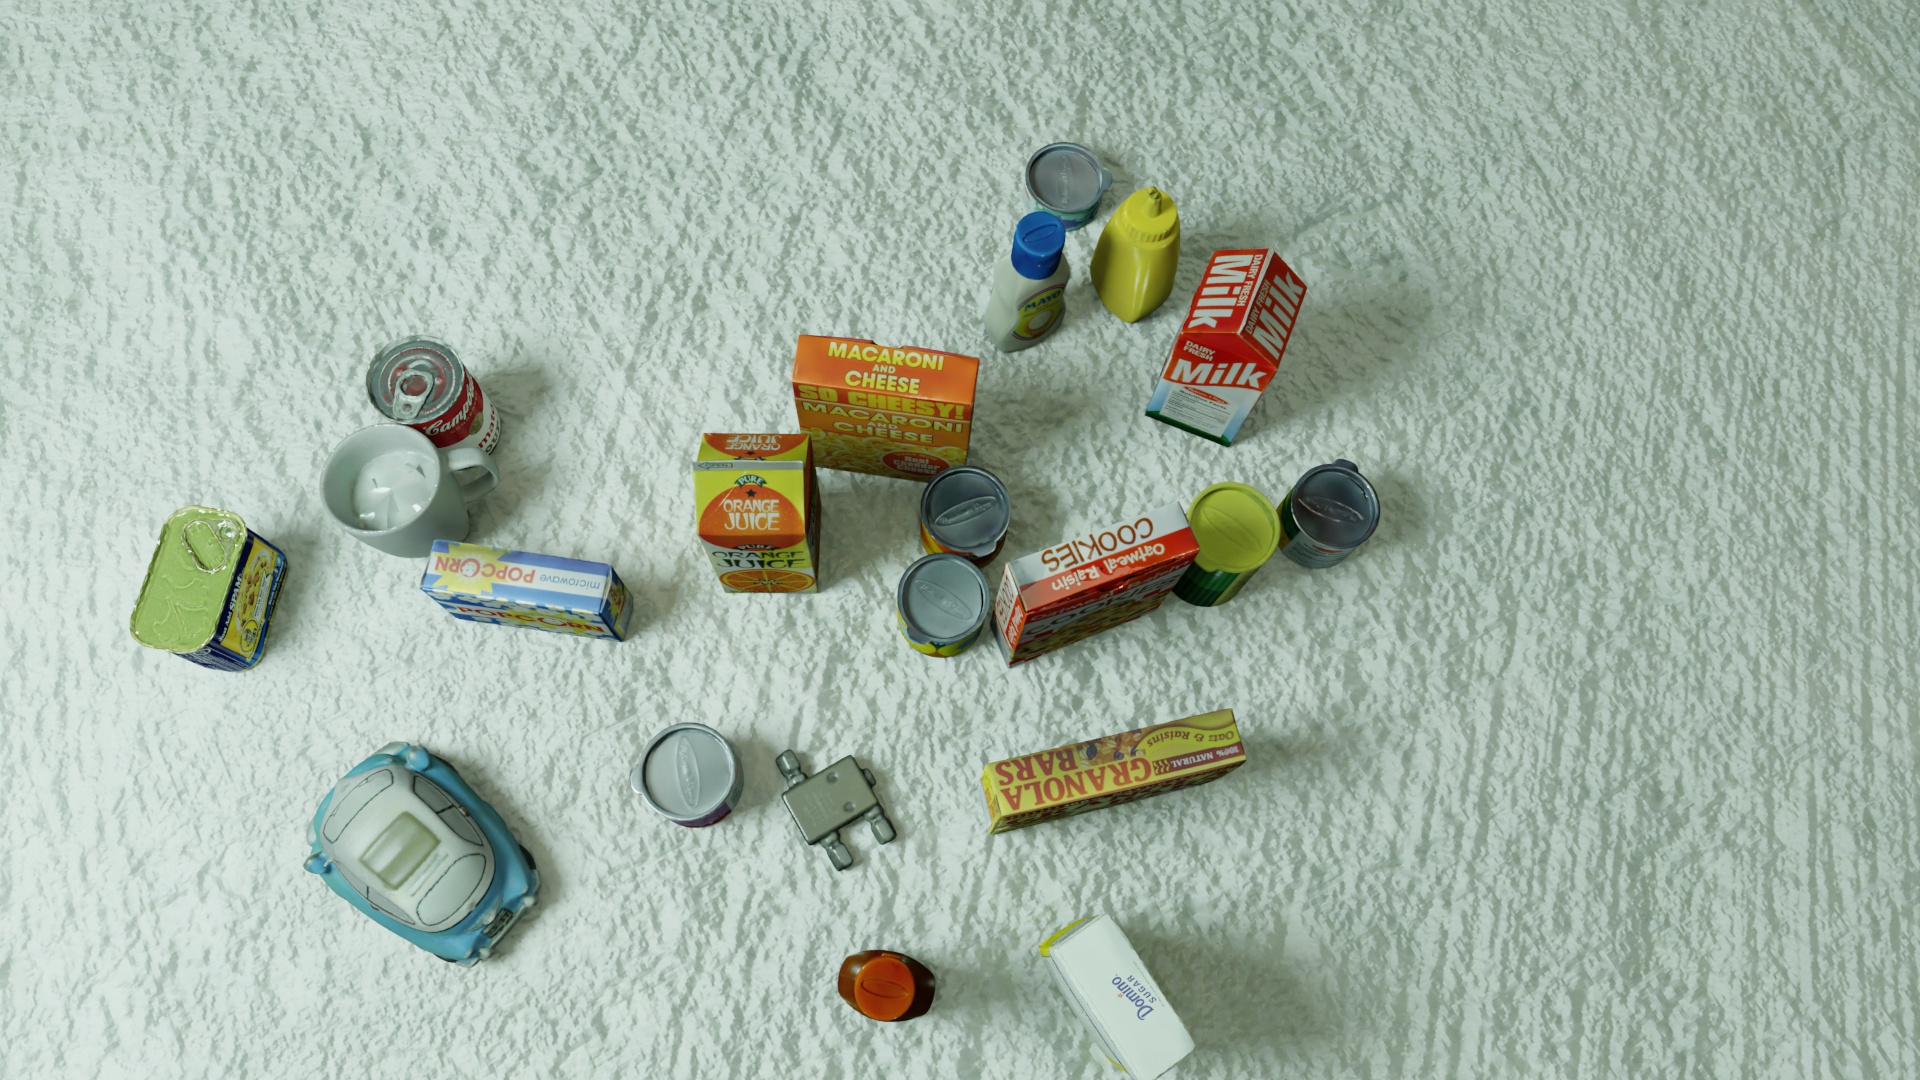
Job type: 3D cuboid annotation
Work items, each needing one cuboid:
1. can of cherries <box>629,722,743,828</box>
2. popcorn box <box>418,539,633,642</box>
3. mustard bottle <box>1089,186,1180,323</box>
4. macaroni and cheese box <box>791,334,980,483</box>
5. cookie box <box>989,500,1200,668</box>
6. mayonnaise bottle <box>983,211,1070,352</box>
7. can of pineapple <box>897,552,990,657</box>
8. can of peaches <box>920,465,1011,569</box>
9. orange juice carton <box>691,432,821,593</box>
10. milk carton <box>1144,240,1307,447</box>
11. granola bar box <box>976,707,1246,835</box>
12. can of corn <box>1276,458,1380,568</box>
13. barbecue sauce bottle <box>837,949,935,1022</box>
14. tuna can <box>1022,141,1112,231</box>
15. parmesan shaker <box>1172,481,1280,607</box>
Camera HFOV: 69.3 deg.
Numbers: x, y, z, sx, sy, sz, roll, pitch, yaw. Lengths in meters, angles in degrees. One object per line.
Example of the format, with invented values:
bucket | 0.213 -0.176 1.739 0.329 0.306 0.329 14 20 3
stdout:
can of cherries | -0.188 0.163 0.963 0.071 0.058 0.071 1 73 -2
popcorn box | -0.303 0.037 0.983 0.127 0.085 0.038 8 73 0
mustard bottle | 0.137 -0.222 1.048 0.049 0.159 0.065 -36 78 -12
macaroni and cheese box | -0.053 -0.090 0.993 0.124 0.166 0.040 8 73 0
cookie box | 0.088 0.035 0.960 0.123 0.167 0.040 -20 75 -9
mayonnaise bottle | 0.053 -0.193 1.041 0.065 0.147 0.041 -26 76 -10
can of pineapple | -0.015 0.049 1.008 0.071 0.057 0.071 1 73 -2
can of peaches | 0.004 -0.013 1.028 0.071 0.058 0.071 1 73 -2
orange juice carton | -0.136 -0.022 0.954 0.072 0.192 0.073 1 73 -2
milk carton | 0.194 -0.143 1.009 0.073 0.190 0.072 22 73 4
granola bar box | 0.098 0.159 0.943 0.166 0.124 0.039 -12 74 -6
can of corn | 0.274 -0.019 1.043 0.071 0.058 0.071 1 73 -2
barbecue sauce bottle | -0.047 0.283 0.884 0.065 0.148 0.044 12 73 1
tuna can | 0.086 -0.288 1.133 0.071 0.032 0.071 1 72 -2
parmesan shaker | 0.184 0.007 1.007 0.071 0.102 0.071 1 73 -2
